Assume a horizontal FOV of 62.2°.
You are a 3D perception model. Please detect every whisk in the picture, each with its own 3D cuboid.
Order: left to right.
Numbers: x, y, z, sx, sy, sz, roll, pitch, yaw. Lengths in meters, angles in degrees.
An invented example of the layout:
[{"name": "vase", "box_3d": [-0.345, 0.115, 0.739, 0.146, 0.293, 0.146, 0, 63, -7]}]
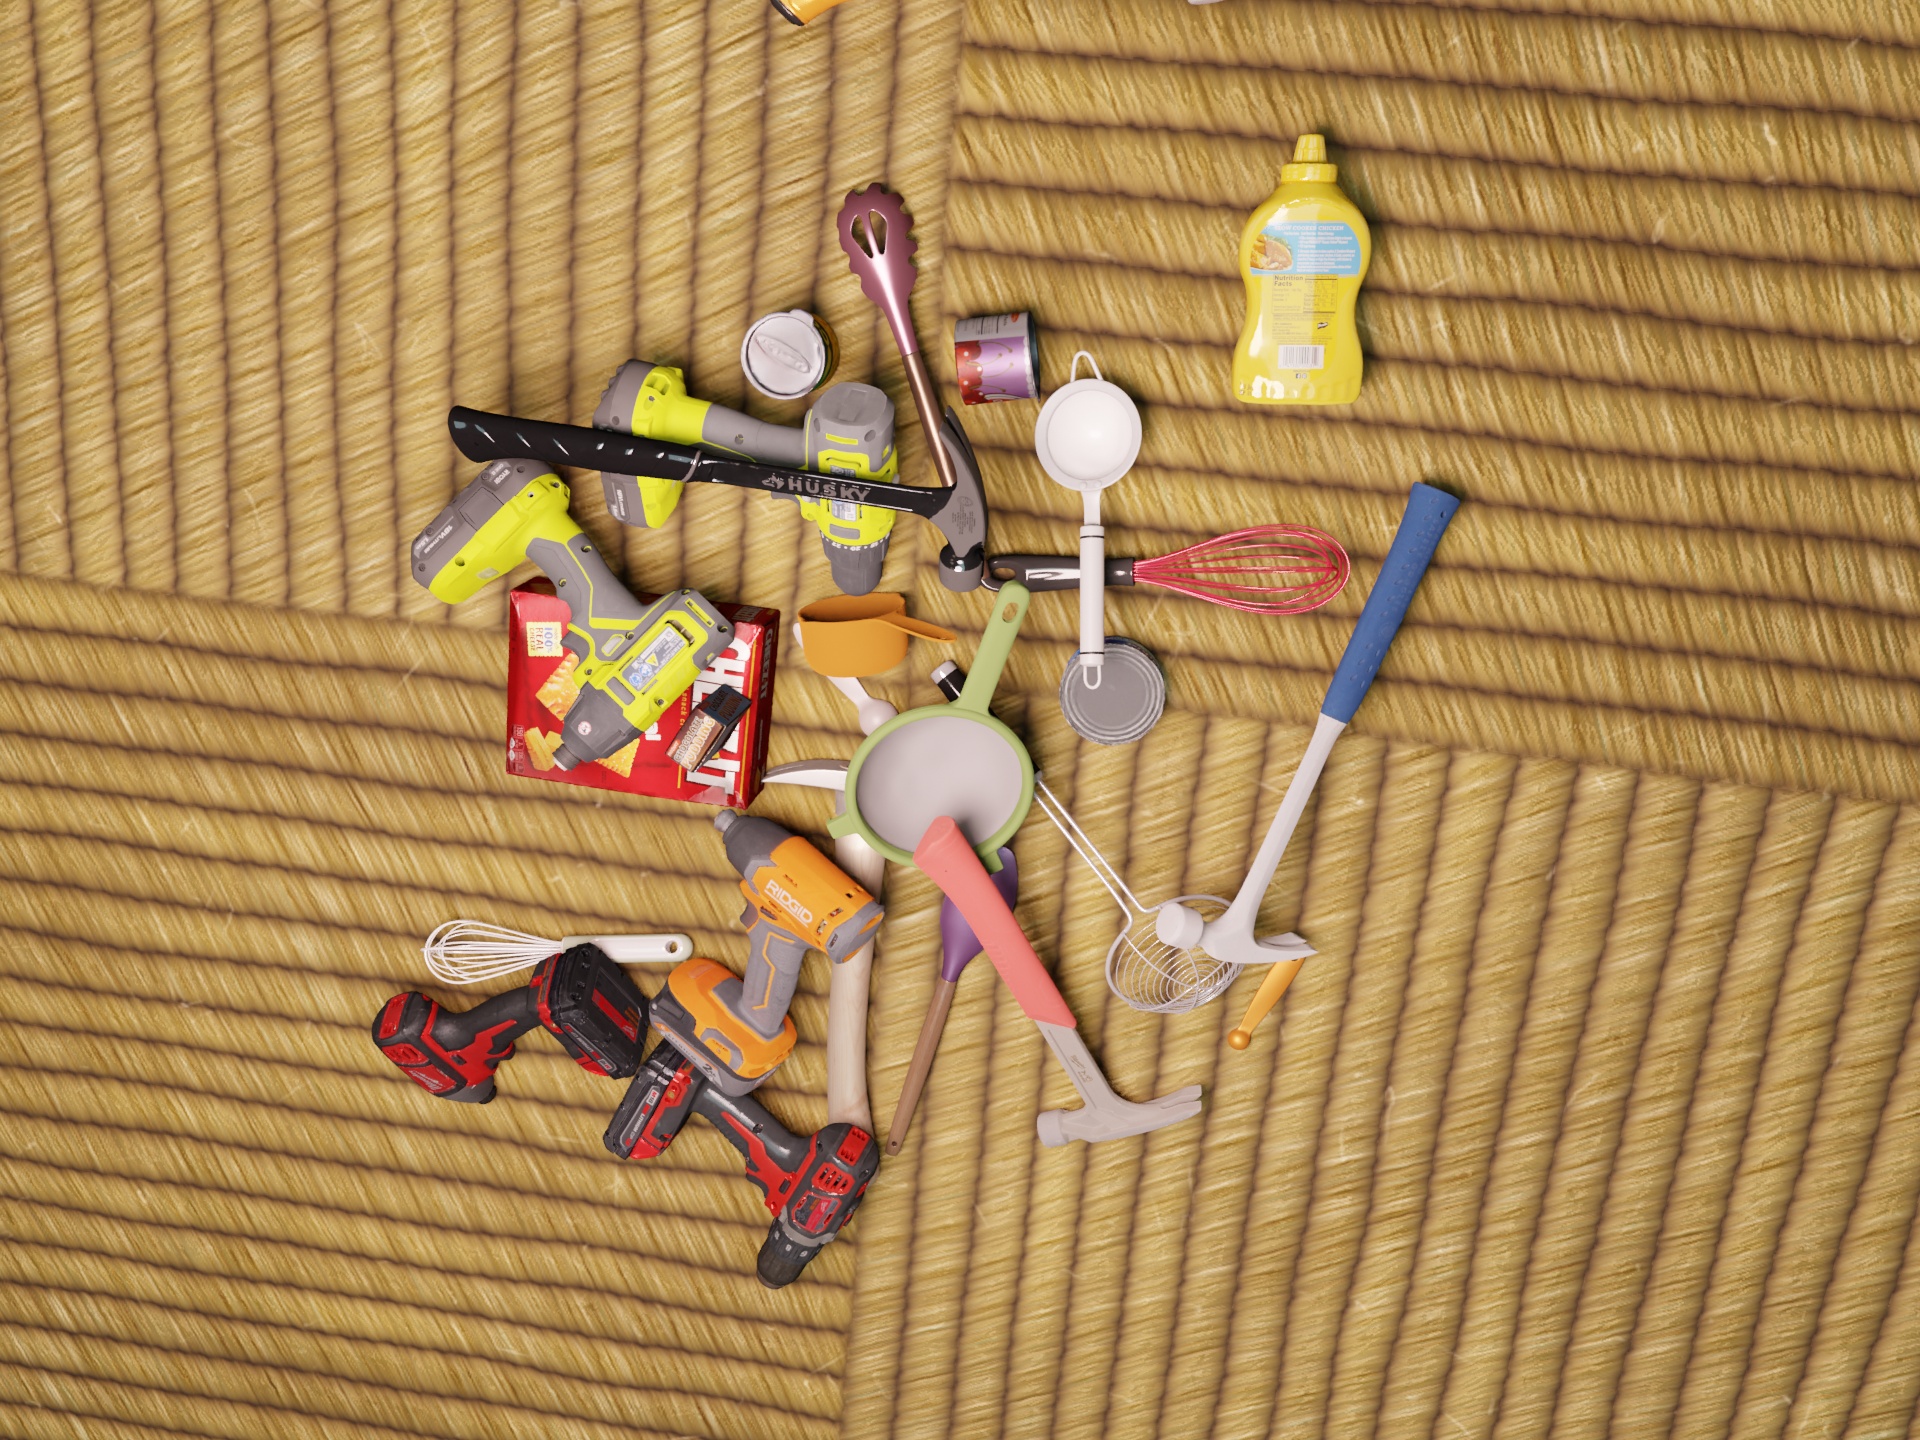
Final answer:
[{"name": "whisk", "box_3d": [-0.361, 0.205, 1.422, 0.246, 0.059, 0.058, -2, 78, 4]}, {"name": "whisk", "box_3d": [0.156, -0.117, 1.258, 0.296, 0.073, 0.073, 0, 106, 14]}]

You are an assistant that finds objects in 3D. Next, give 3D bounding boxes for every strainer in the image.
[{"name": "strainer", "box_3d": [-0.002, -0.004, 1.257, 0.151, 0.069, 0.256, 15, 114, -15]}, {"name": "strainer", "box_3d": [0.102, -0.153, 1.234, 0.087, 0.050, 0.258, 0, 88, 24]}]

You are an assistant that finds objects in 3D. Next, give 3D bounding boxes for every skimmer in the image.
[{"name": "skimmer", "box_3d": [0.101, 0.095, 1.339, 0.127, 0.090, 0.363, -39, 87, 12]}]

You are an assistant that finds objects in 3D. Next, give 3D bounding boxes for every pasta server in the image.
[{"name": "pasta server", "box_3d": [-0.029, -0.262, 1.247, 0.060, 0.040, 0.316, -16, 103, 11]}]

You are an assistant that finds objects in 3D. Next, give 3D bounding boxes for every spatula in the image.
[{"name": "spatula", "box_3d": [-0.015, 0.250, 1.403, 0.060, 0.018, 0.316, 19, 106, 1]}]

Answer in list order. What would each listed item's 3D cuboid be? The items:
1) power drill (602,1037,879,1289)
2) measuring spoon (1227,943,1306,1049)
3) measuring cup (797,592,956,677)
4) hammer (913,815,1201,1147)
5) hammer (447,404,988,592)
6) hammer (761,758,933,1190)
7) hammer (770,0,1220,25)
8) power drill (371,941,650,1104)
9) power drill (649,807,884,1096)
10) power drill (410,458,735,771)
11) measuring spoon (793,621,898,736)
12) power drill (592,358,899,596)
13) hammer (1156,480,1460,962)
[{"name": "power drill", "box_3d": [-0.201, 0.397, 1.423, 0.227, 0.080, 0.187, 31, 116, 3]}, {"name": "measuring spoon", "box_3d": [0.264, 0.238, 1.367, 0.021, 0.011, 0.117, 29, 107, -1]}, {"name": "measuring cup", "box_3d": [-0.058, -0.058, 1.254, 0.174, 0.095, 0.052, 19, 121, 48]}, {"name": "hammer", "box_3d": [0.069, 0.220, 1.319, 0.149, 0.037, 0.358, -19, 119, 19]}, {"name": "hammer", "box_3d": [-0.180, -0.187, 1.167, 0.409, 0.036, 0.149, 10, 138, 7]}, {"name": "hammer", "box_3d": [-0.106, 0.233, 1.401, 0.146, 0.038, 0.410, 6, 107, 7]}, {"name": "hammer", "box_3d": [0.023, -0.566, 1.157, 0.337, 0.034, 0.127, -6, 106, 9]}, {"name": "power drill", "box_3d": [-0.397, 0.283, 1.419, 0.219, 0.079, 0.143, -17, 131, 17]}, {"name": "power drill", "box_3d": [-0.177, 0.190, 1.350, 0.164, 0.084, 0.226, 39, 118, 14]}, {"name": "power drill", "box_3d": [-0.311, -0.084, 1.243, 0.223, 0.080, 0.171, 44, 86, 4]}, {"name": "measuring spoon", "box_3d": [-0.099, -0.033, 1.333, 0.034, 0.018, 0.124, -39, 97, 16]}, {"name": "power drill", "box_3d": [-0.159, -0.188, 1.245, 0.228, 0.080, 0.190, 13, 141, 7]}, {"name": "hammer", "box_3d": [0.294, 0.009, 1.257, 0.144, 0.035, 0.405, 18, 100, -29]}]
